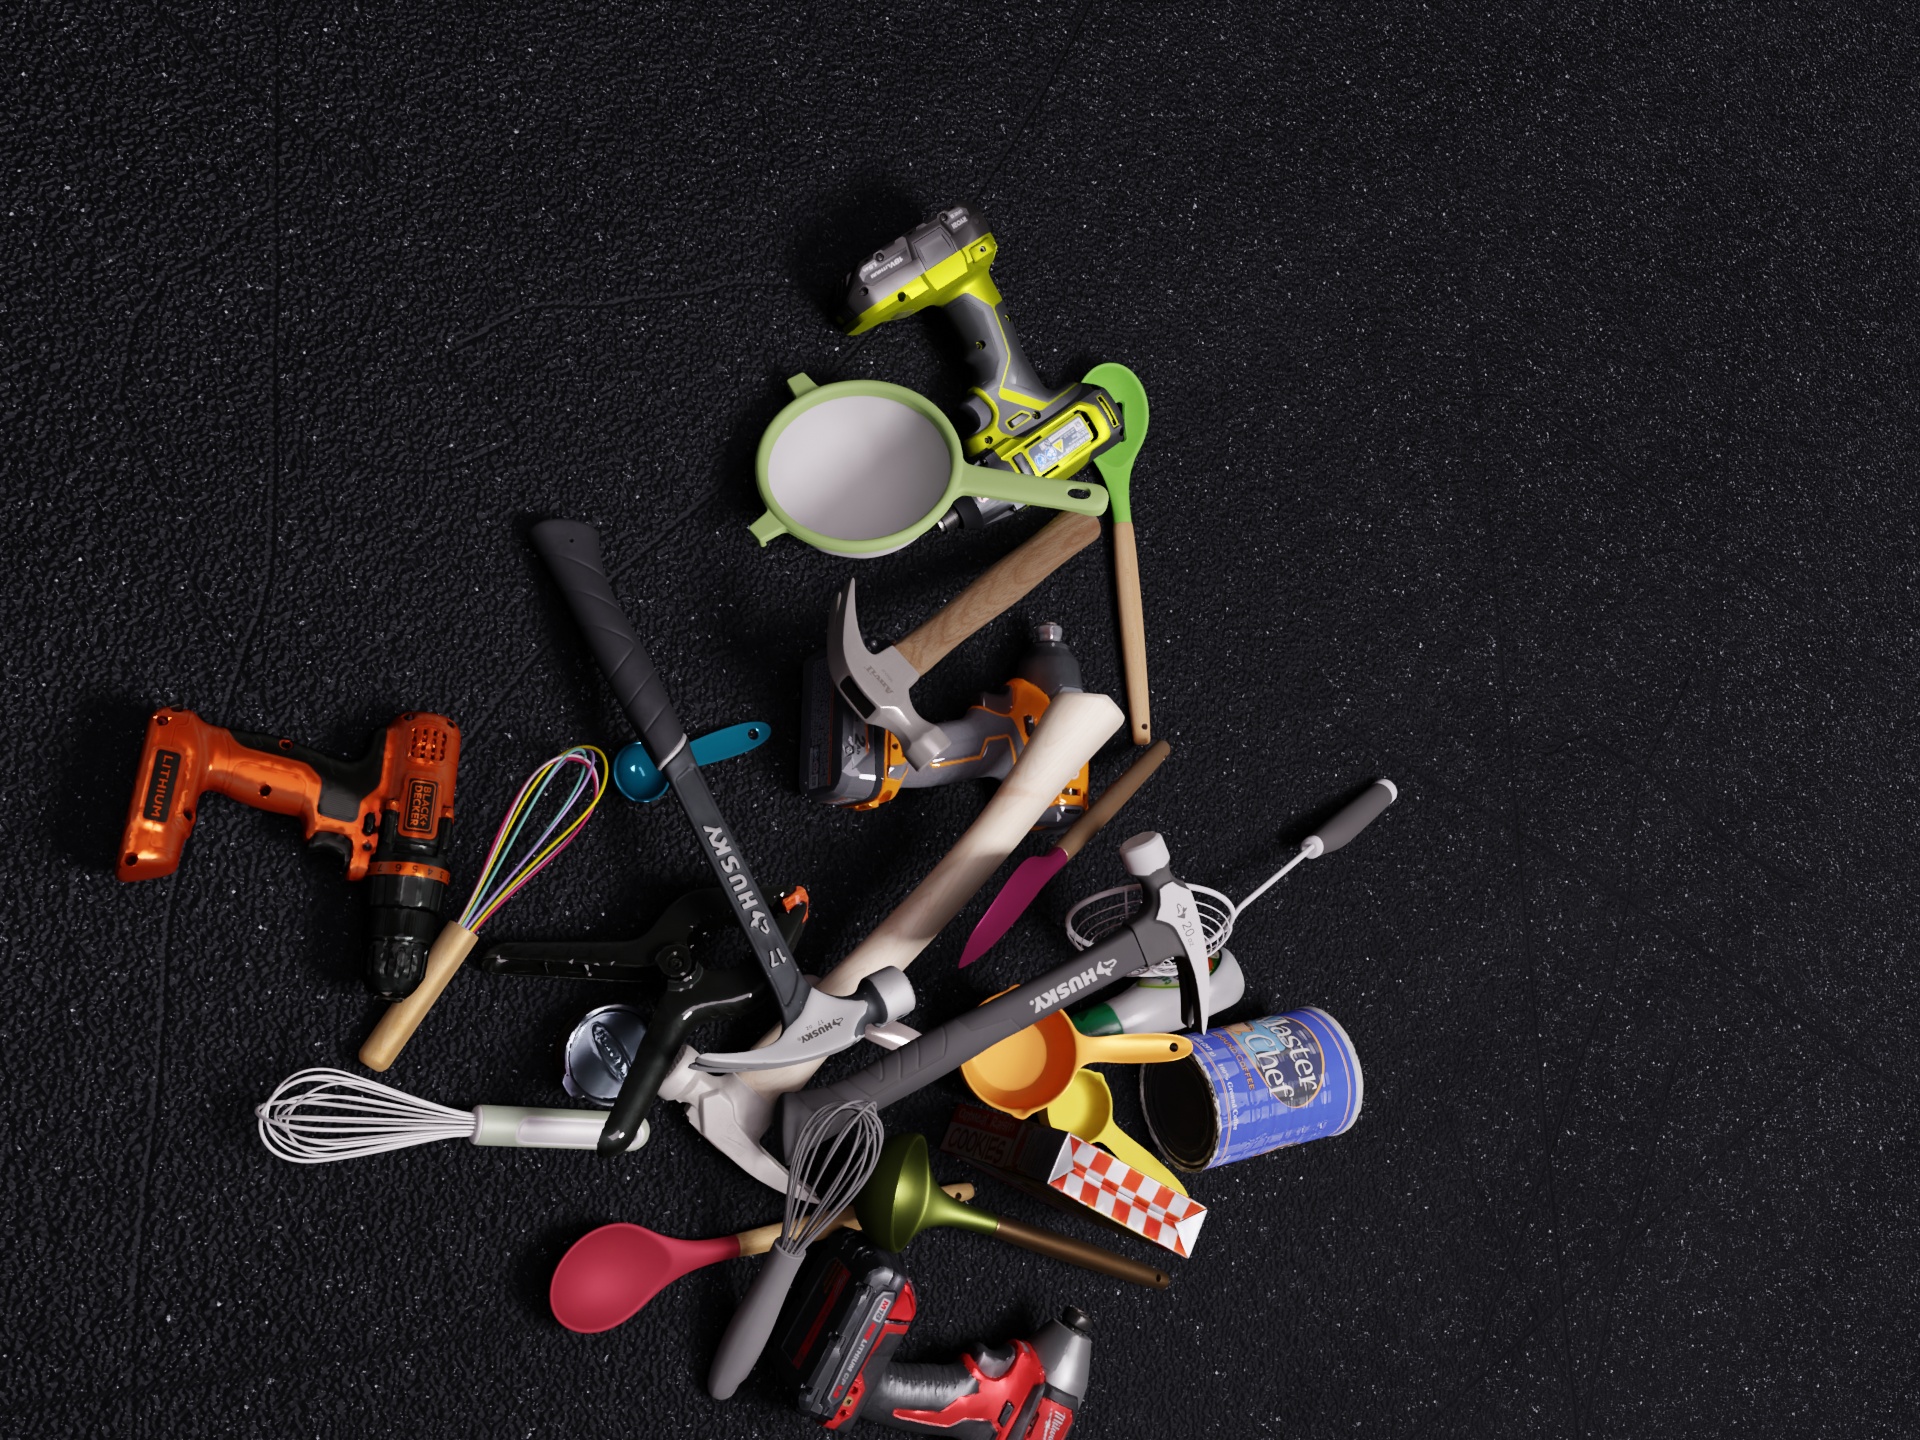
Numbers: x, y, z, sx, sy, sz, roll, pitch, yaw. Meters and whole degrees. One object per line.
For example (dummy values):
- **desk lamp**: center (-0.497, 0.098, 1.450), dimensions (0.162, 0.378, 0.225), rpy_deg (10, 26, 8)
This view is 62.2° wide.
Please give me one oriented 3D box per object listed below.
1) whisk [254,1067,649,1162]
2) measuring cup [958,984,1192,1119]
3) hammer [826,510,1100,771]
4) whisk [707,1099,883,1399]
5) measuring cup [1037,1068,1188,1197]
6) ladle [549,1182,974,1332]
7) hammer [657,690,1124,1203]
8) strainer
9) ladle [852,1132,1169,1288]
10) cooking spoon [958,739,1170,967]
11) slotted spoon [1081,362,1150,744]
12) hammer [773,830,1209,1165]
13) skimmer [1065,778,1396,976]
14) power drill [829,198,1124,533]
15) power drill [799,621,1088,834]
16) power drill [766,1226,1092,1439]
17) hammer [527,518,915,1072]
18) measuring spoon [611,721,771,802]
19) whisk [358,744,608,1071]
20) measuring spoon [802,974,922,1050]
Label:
- **whisk**: center (-0.313, 0.254, 1.001), dimensions (0.246, 0.059, 0.058), rpy_deg (11, 88, -30)
- **measuring cup**: center (0.081, 0.244, 1.175), dimensions (0.173, 0.052, 0.095), rpy_deg (0, 76, -8)
- **hammer**: center (0.015, -0.090, 1.171), dimensions (0.130, 0.031, 0.331), rpy_deg (48, 43, 0)
- **whisk**: center (-0.112, 0.347, 1.038), dimensions (0.055, 0.055, 0.239), rpy_deg (21, 102, -23)
- **measuring cup**: center (0.118, 0.326, 1.220), dimensions (0.156, 0.029, 0.062), rpy_deg (45, 65, -16)
- **ladle**: center (-0.129, 0.353, 1.089), dimensions (0.315, 0.031, 0.069), rpy_deg (-4, 96, -30)
- **hammer**: center (-0.023, 0.145, 1.114), dimensions (0.146, 0.038, 0.410), rpy_deg (45, 81, -15)
- **strainer**: center (-0.021, -0.165, 1.171), dimensions (0.256, 0.069, 0.152), rpy_deg (8, 63, 2)
- **ladle**: center (0.049, 0.366, 1.132), dimensions (0.319, 0.062, 0.078), rpy_deg (30, 63, -33)
- **cooking spoon**: center (0.083, 0.086, 1.153), dimensions (0.017, 0.068, 0.319), rpy_deg (31, 38, 15)
- **slotted spoon**: center (0.133, -0.136, 1.305), dimensions (0.070, 0.031, 0.314), rpy_deg (-3, 85, -21)
- **hammer**: center (0.023, 0.214, 1.099), dimensions (0.335, 0.035, 0.146), rpy_deg (-26, 101, -15)
- **skimmer**: center (0.234, 0.105, 1.289), dimensions (0.363, 0.127, 0.090), rpy_deg (-29, 77, -39)
- **power drill**: center (0.004, -0.268, 1.229), dimensions (0.171, 0.080, 0.223), rpy_deg (-36, 102, -15)
- **power drill**: center (-0.002, -0.004, 1.186), dimensions (0.226, 0.084, 0.164), rpy_deg (7, 78, -30)
- **power drill**: center (-0.009, 0.444, 1.099), dimensions (0.219, 0.078, 0.143), rpy_deg (34, 80, -22)
- **hammer**: center (-0.186, 0.041, 1.047), dimensions (0.149, 0.036, 0.409), rpy_deg (-22, 75, -31)
- **measuring spoon**: center (-0.190, 0.025, 1.122), dimensions (0.128, 0.021, 0.042), rpy_deg (-20, 91, -37)
- **whisk**: center (-0.305, 0.117, 1.025), dimensions (0.047, 0.051, 0.245), rpy_deg (31, 73, 1)
- **measuring spoon**: center (-0.069, 0.217, 1.147), dimensions (0.124, 0.018, 0.034), rpy_deg (28, 70, -21)
